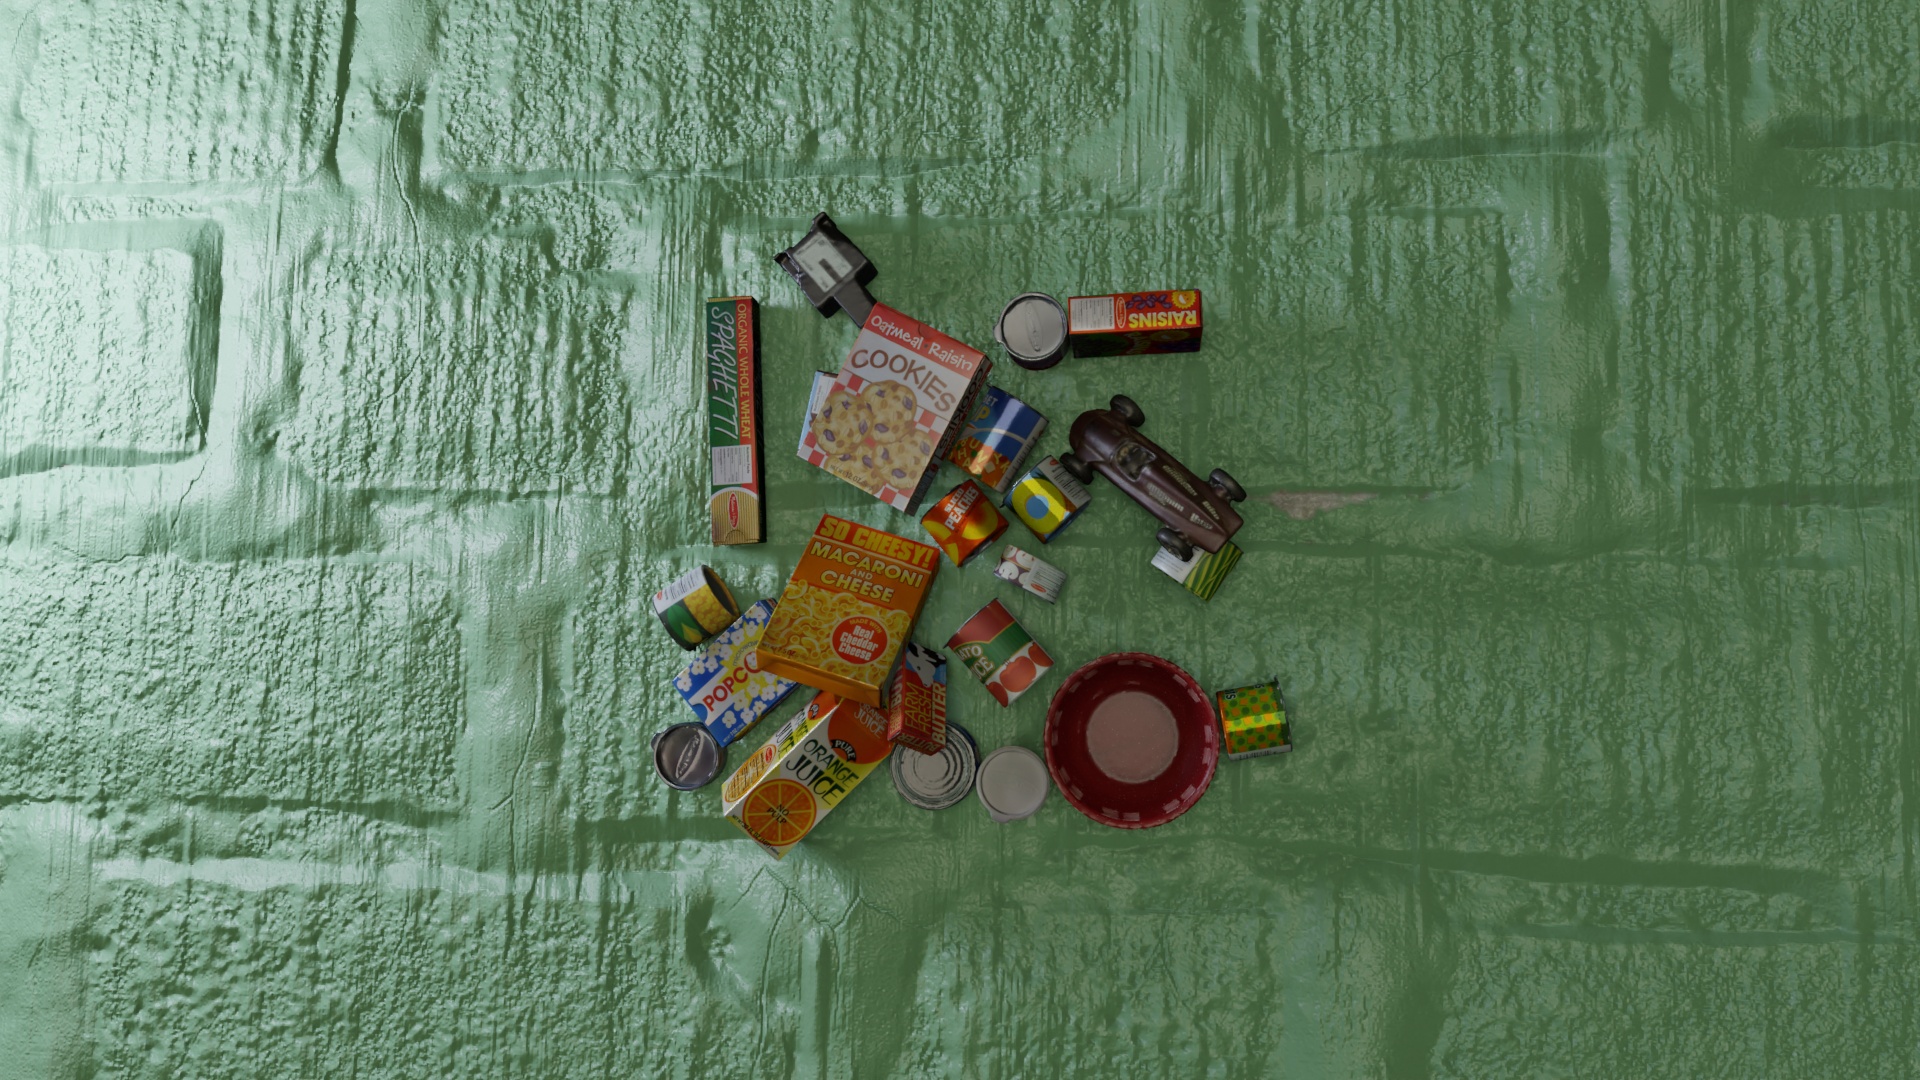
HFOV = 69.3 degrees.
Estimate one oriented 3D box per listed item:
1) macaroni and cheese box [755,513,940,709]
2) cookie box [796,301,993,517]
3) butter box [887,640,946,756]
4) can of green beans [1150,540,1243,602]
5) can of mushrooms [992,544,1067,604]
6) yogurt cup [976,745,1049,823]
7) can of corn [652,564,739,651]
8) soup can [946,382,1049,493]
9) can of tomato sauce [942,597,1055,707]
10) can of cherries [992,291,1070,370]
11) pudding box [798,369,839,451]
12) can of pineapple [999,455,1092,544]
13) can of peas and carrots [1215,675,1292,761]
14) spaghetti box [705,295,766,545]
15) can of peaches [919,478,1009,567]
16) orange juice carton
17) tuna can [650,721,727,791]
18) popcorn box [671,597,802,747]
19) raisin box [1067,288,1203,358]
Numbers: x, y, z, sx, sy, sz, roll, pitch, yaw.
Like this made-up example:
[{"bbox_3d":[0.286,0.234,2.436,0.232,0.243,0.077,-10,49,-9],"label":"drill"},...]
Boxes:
[{"bbox_3d":[-0.103,0.064,1.306,0.124,0.040,0.167,17,53,8],"label":"macaroni and cheese box"},{"bbox_3d":[-0.062,-0.125,1.321,0.123,0.040,0.167,28,90,15],"label":"cookie box"},{"bbox_3d":[-0.040,0.146,1.302,0.024,0.053,0.104,-38,38,38],"label":"butter box"},{"bbox_3d":[0.220,0.016,1.294,0.071,0.071,0.058,35,92,9],"label":"can of green beans"},{"bbox_3d":[0.065,0.031,1.316,0.071,0.071,0.033,27,90,9],"label":"can of mushrooms"},{"bbox_3d":[0.051,0.226,1.305,0.072,0.054,0.072,-1,85,8],"label":"yogurt cup"},{"bbox_3d":[-0.256,0.067,1.357,0.058,0.071,0.071,-33,82,4],"label":"can of corn"},{"bbox_3d":[0.033,-0.098,1.330,0.071,0.071,0.084,32,91,9],"label":"soup can"},{"bbox_3d":[0.037,0.107,1.311,0.071,0.071,0.083,-43,82,3],"label":"can of tomato sauce"},{"bbox_3d":[0.069,-0.201,1.338,0.071,0.058,0.071,0,86,8],"label":"can of cherries"},{"bbox_3d":[-0.127,-0.122,1.373,0.050,0.030,0.083,12,87,8],"label":"pudding box"},{"bbox_3d":[0.082,-0.037,1.319,0.071,0.071,0.058,-44,81,2],"label":"can of pineapple"},{"bbox_3d":[0.269,0.164,1.275,0.059,0.071,0.071,-11,84,7],"label":"can of peas and carrots"},{"bbox_3d":[-0.224,-0.120,1.386,0.050,0.028,0.250,-3,85,8],"label":"spaghetti box"},{"bbox_3d":[0.005,-0.017,1.325,0.071,0.071,0.058,-40,82,3],"label":"can of peaches"},{"bbox_3d":[-0.133,0.201,1.312,0.192,0.073,0.071,-44,108,2],"label":"orange juice carton"},{"bbox_3d":[-0.266,0.209,1.361,0.071,0.033,0.071,-1,85,8],"label":"tuna can"},{"bbox_3d":[-0.205,0.127,1.346,0.126,0.038,0.085,-42,81,13],"label":"popcorn box"},{"bbox_3d":[0.165,-0.204,1.311,0.123,0.086,0.040,-2,81,8],"label":"raisin box"}]
